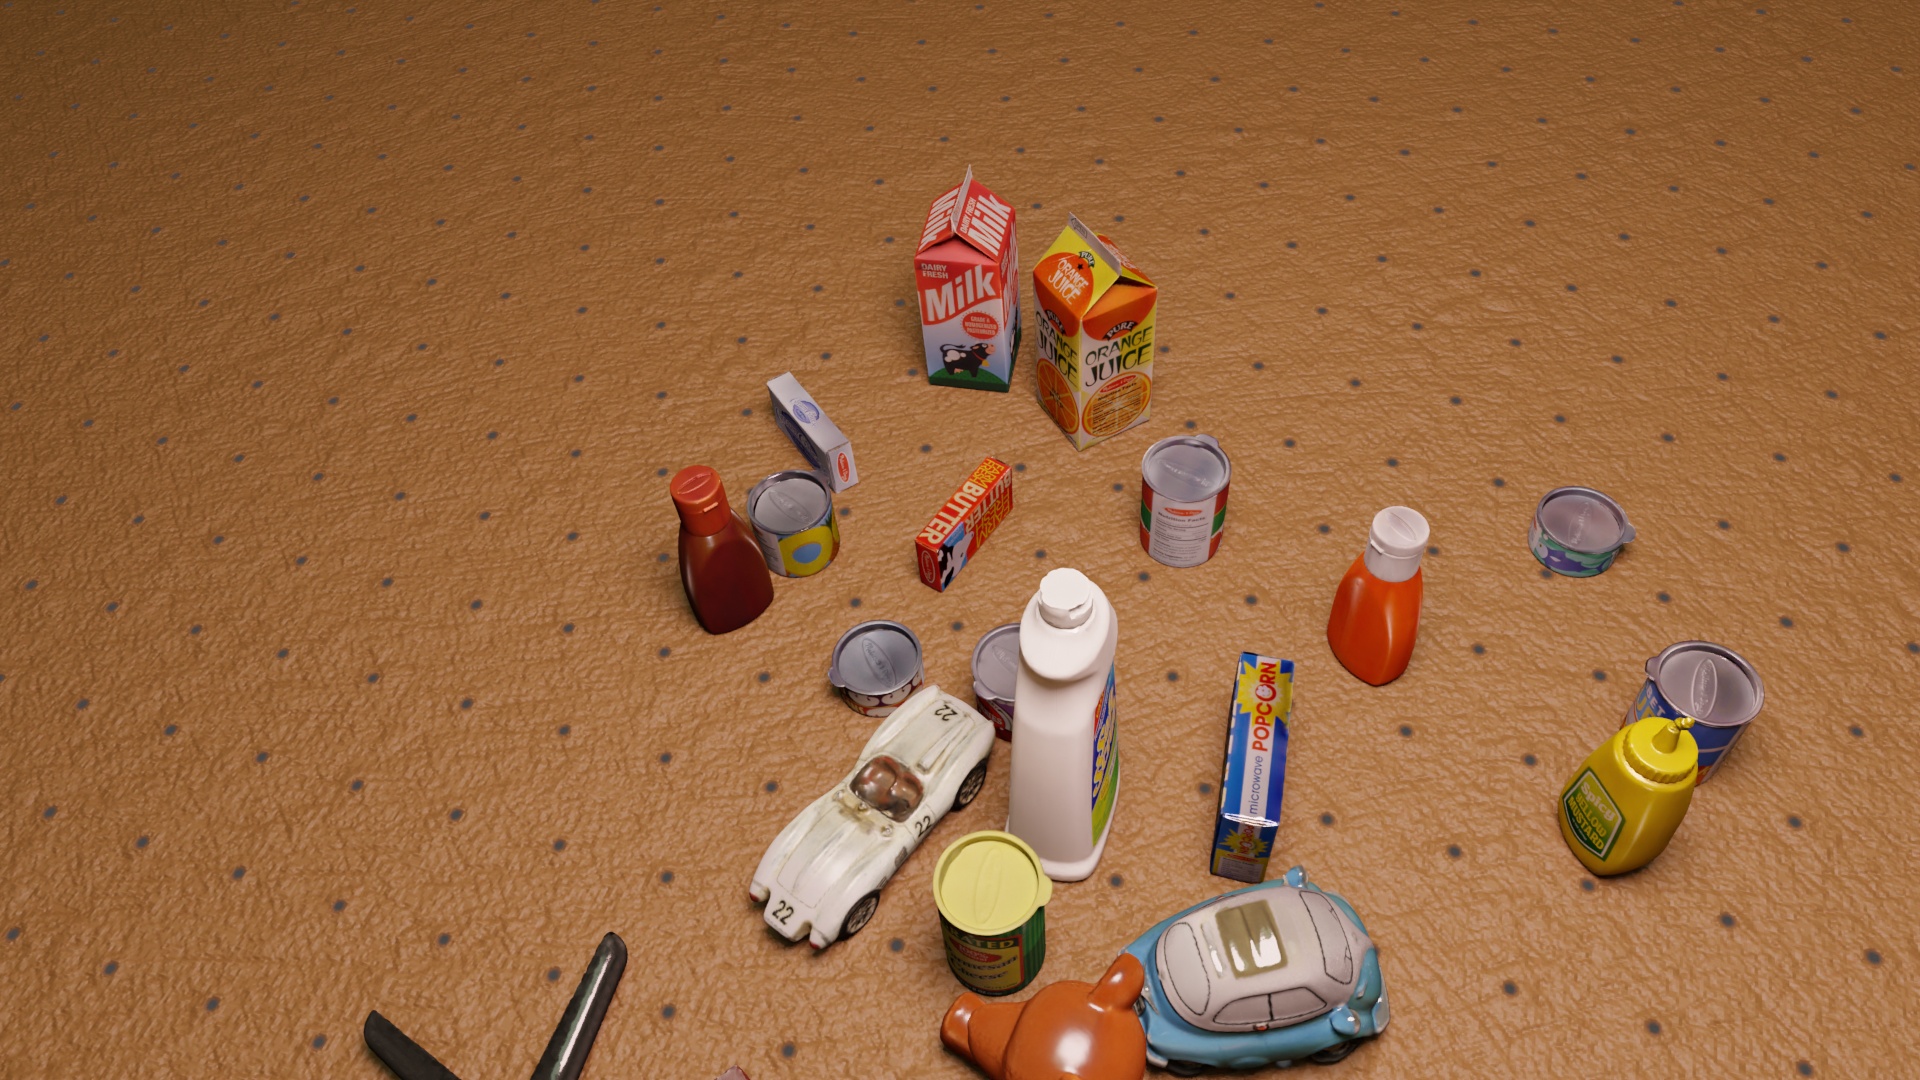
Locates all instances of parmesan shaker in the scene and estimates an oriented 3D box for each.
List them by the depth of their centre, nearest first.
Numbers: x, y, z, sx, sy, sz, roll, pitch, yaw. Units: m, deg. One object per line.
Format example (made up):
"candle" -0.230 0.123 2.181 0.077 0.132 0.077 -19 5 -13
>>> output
"parmesan shaker" 0.022 0.233 0.857 0.071 0.102 0.072 -2 51 3

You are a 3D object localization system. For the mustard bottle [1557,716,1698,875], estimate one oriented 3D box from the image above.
"mustard bottle" 0.416 0.149 0.855 0.049 0.159 0.065 -17 52 -8

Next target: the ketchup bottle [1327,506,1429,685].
"ketchup bottle" 0.292 0.037 0.962 0.043 0.148 0.065 -26 54 -15

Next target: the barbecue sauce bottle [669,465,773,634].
"barbecue sauce bottle" -0.180 0.006 1.026 0.065 0.147 0.044 -32 56 -19

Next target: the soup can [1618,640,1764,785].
"soup can" 0.482 0.116 0.925 0.071 0.083 0.072 -2 51 3

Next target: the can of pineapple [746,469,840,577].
"can of pineapple" -0.129 -0.014 1.096 0.071 0.057 0.071 -2 51 3

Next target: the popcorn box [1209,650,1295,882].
"popcorn box" 0.193 0.150 0.920 0.038 0.084 0.127 8 52 11

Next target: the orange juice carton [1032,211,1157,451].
"orange juice carton" 0.107 -0.170 1.116 0.073 0.191 0.072 -25 54 -15

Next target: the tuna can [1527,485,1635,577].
"tuna can" 0.472 -0.006 1.056 0.071 0.032 0.071 -2 51 3

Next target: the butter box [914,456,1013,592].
"butter box" 0.004 -0.014 1.088 0.024 0.052 0.104 26 58 23

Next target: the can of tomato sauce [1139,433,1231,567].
"can of tomato sauce" 0.172 -0.031 1.069 0.071 0.082 0.071 -2 51 3

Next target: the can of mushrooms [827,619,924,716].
"can of mushrooms" -0.062 0.095 1.019 0.071 0.033 0.071 -2 51 3

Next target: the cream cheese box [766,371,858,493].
"cream cheese box" -0.124 -0.090 1.160 0.024 0.053 0.104 -29 55 -18

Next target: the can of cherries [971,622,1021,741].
"can of cherries" 0.040 0.103 0.988 0.071 0.058 0.072 -2 51 3

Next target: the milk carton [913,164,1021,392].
"milk carton" 0.007 -0.217 1.163 0.073 0.189 0.073 7 52 10
